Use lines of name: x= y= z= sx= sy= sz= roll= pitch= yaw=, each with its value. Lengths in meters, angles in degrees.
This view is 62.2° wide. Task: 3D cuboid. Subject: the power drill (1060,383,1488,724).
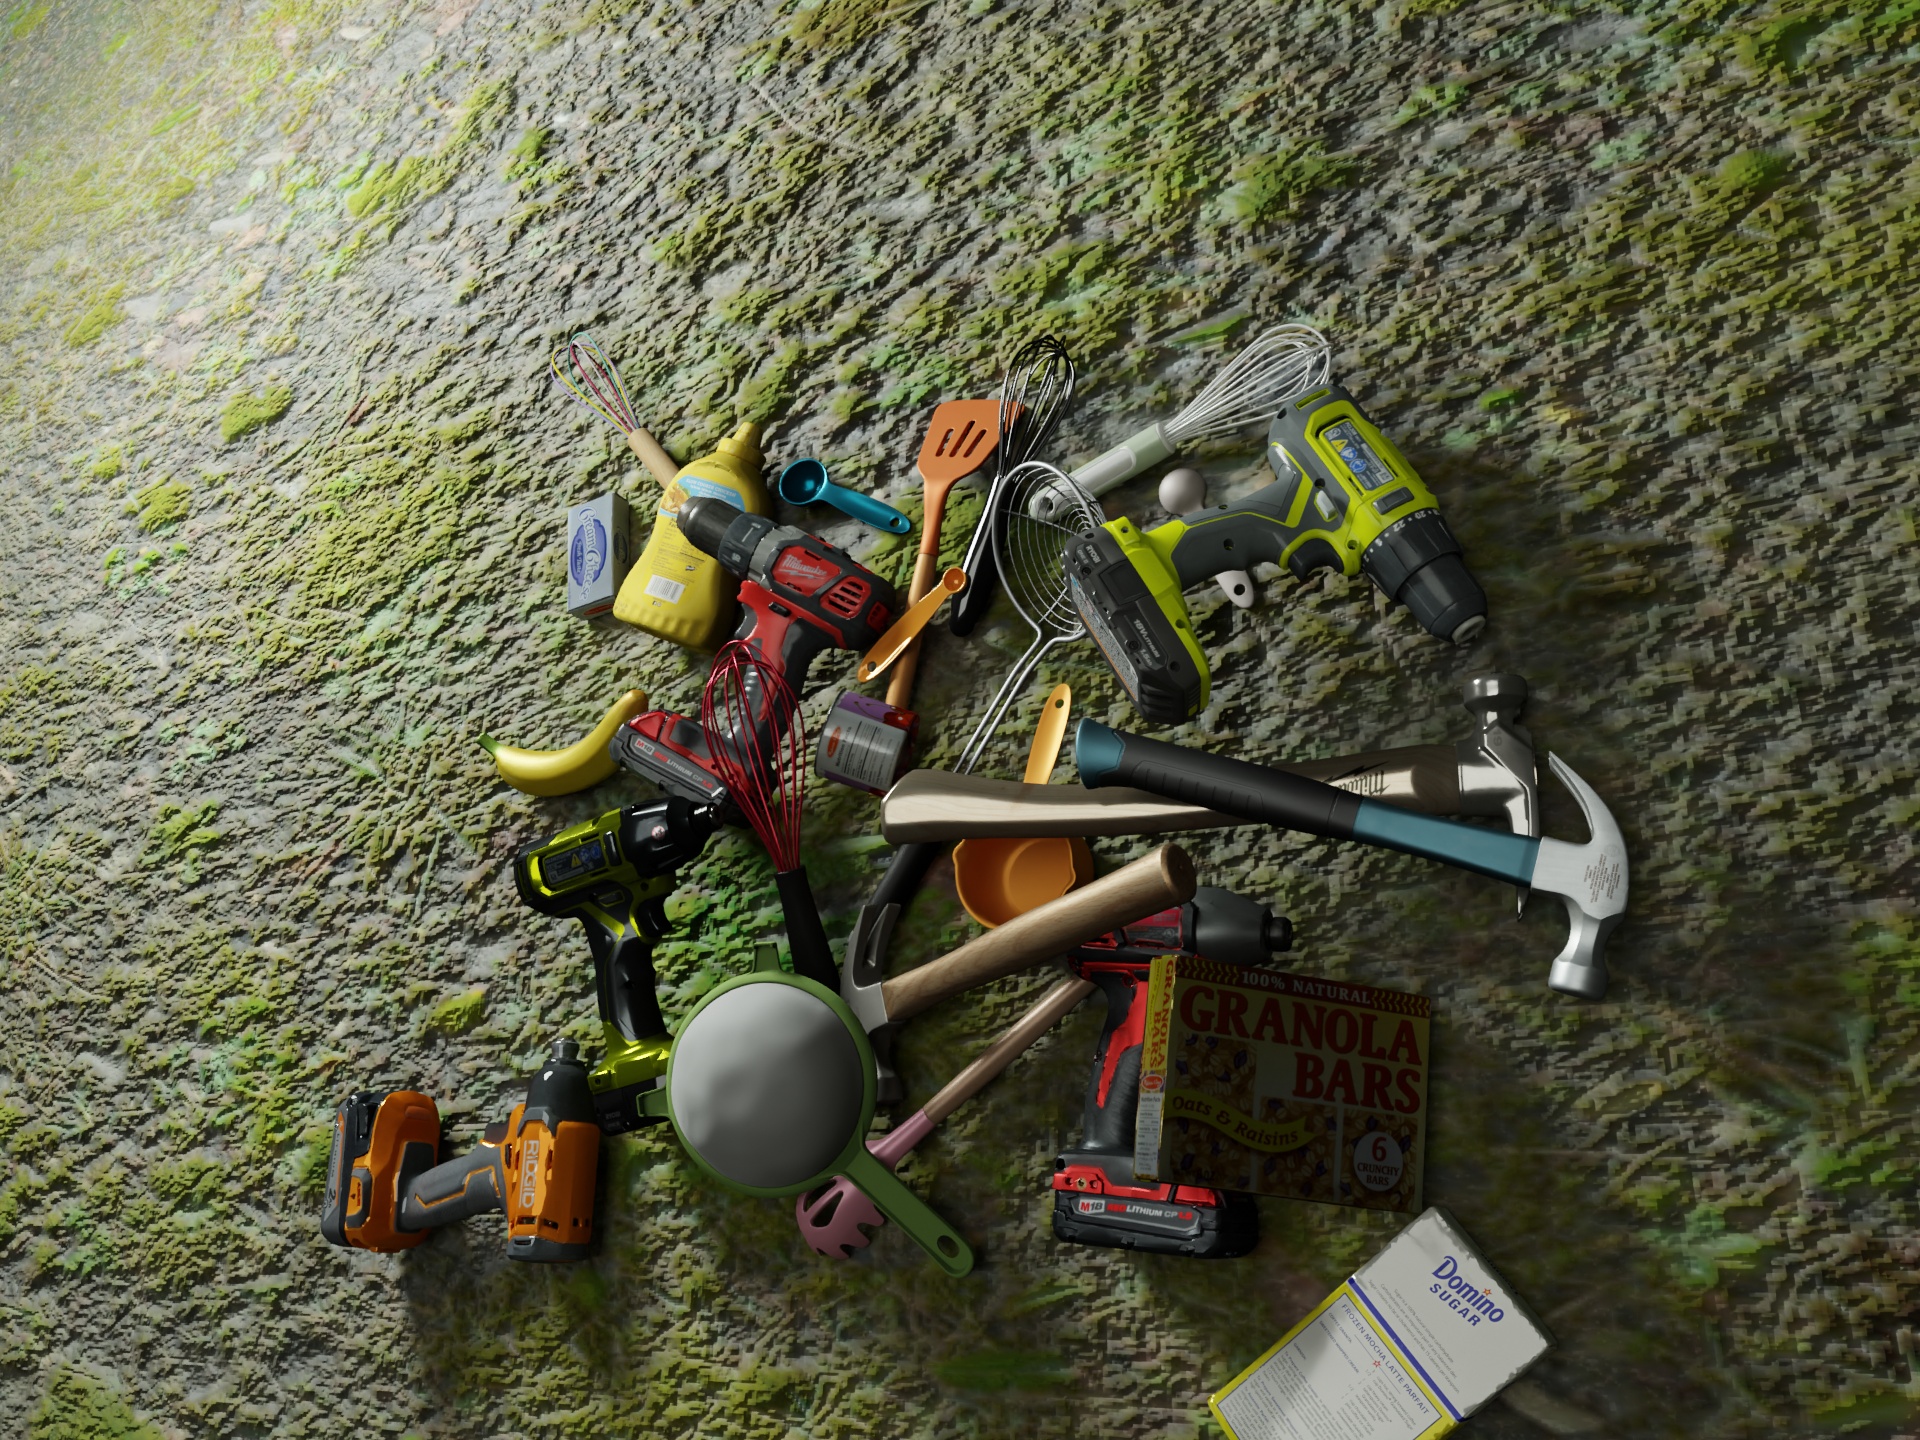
power drill: x=0.198 y=-0.093 z=1.006 sx=0.228 sy=0.080 sz=0.191 roll=-27 pitch=65 yaw=-5

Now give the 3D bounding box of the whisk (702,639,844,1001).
whisk: x=-0.126 y=0.087 z=1.129 sx=0.073 sy=0.073 sz=0.296 roll=-13 pitch=92 yaw=26

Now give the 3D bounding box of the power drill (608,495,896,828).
power drill: x=-0.177 y=-0.051 z=1.220 sx=0.188 sy=0.080 sz=0.227 roll=29 pitch=87 yaw=15

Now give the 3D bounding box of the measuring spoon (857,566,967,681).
measuring spoon: x=-0.035 y=-0.069 z=1.176 sx=0.117 sy=0.011 sz=0.021 roll=-45 pitch=64 yaw=18

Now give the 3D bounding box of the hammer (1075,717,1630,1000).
hammer: x=0.220 y=0.056 z=0.935 sx=0.331 sy=0.033 sz=0.128 roll=14 pitch=81 yaw=23

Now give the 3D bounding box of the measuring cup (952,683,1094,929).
measuring cup: x=0.058 y=0.064 z=1.083 sx=0.095 sy=0.052 sz=0.174 roll=9 pitch=76 yaw=32

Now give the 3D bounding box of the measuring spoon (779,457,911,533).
measuring spoon: x=-0.089 y=-0.172 z=1.274 sx=0.129 sy=0.021 sz=0.042 roll=27 pitch=81 yaw=25

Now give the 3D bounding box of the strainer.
strainer: x=-0.095 y=0.274 z=1.034 sx=0.256 sy=0.069 sz=0.151 roll=39 pitch=93 yaw=15

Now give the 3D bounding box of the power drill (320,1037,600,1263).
power drill: x=-0.378 y=0.333 z=1.232 sx=0.226 sy=0.084 sz=0.164 roll=-8 pitch=69 yaw=24

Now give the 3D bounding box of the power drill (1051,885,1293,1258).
power drill: x=0.129 y=0.209 z=0.969 sx=0.143 sy=0.078 sz=0.220 roll=-3 pitch=73 yaw=27

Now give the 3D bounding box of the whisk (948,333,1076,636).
whisk: x=0.036 y=-0.175 z=1.181 sx=0.055 sy=0.055 sz=0.239 roll=16 pitch=87 yaw=33

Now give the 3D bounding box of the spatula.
spatula: x=-0.024 y=-0.098 z=1.204 sx=0.081 sy=0.041 sz=0.323 roll=8 pitch=82 yaw=32

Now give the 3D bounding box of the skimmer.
skimmer: x=-0.002 y=-0.004 z=1.115 sx=0.127 sy=0.090 sz=0.363 roll=31 pitch=92 yaw=47

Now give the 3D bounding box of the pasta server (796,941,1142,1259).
pasta server: x=0.003 y=0.249 z=1.069 sx=0.316 sy=0.040 sz=0.060 roll=-42 pitch=57 yaw=7

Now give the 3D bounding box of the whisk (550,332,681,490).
whisk: x=-0.292 y=-0.265 z=1.409 sx=0.051 sy=0.047 sz=0.245 roll=-51 pitch=60 yaw=20

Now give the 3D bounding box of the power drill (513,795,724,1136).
power drill: x=-0.221 y=0.172 z=1.152 sx=0.171 sy=0.080 sz=0.223 roll=-20 pitch=83 yaw=23

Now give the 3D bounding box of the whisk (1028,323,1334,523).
whisk: x=0.152 y=-0.203 z=1.123 sx=0.246 sy=0.059 sz=0.058 roll=-28 pitch=89 yaw=25

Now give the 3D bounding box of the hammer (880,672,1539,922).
hammer: x=0.146 y=0.060 z=0.998 sx=0.410 sy=0.038 sz=0.146 roll=-5 pitch=72 yaw=18

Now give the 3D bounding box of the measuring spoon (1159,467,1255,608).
measuring spoon: x=0.171 y=-0.128 z=1.100 sx=0.034 sy=0.018 sz=0.124 roll=-34 pitch=60 yaw=16

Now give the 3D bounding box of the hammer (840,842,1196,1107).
hammer: x=0.024 y=0.146 z=1.010 sx=0.331 sy=0.031 sz=0.130 roll=-33 pitch=63 yaw=44
